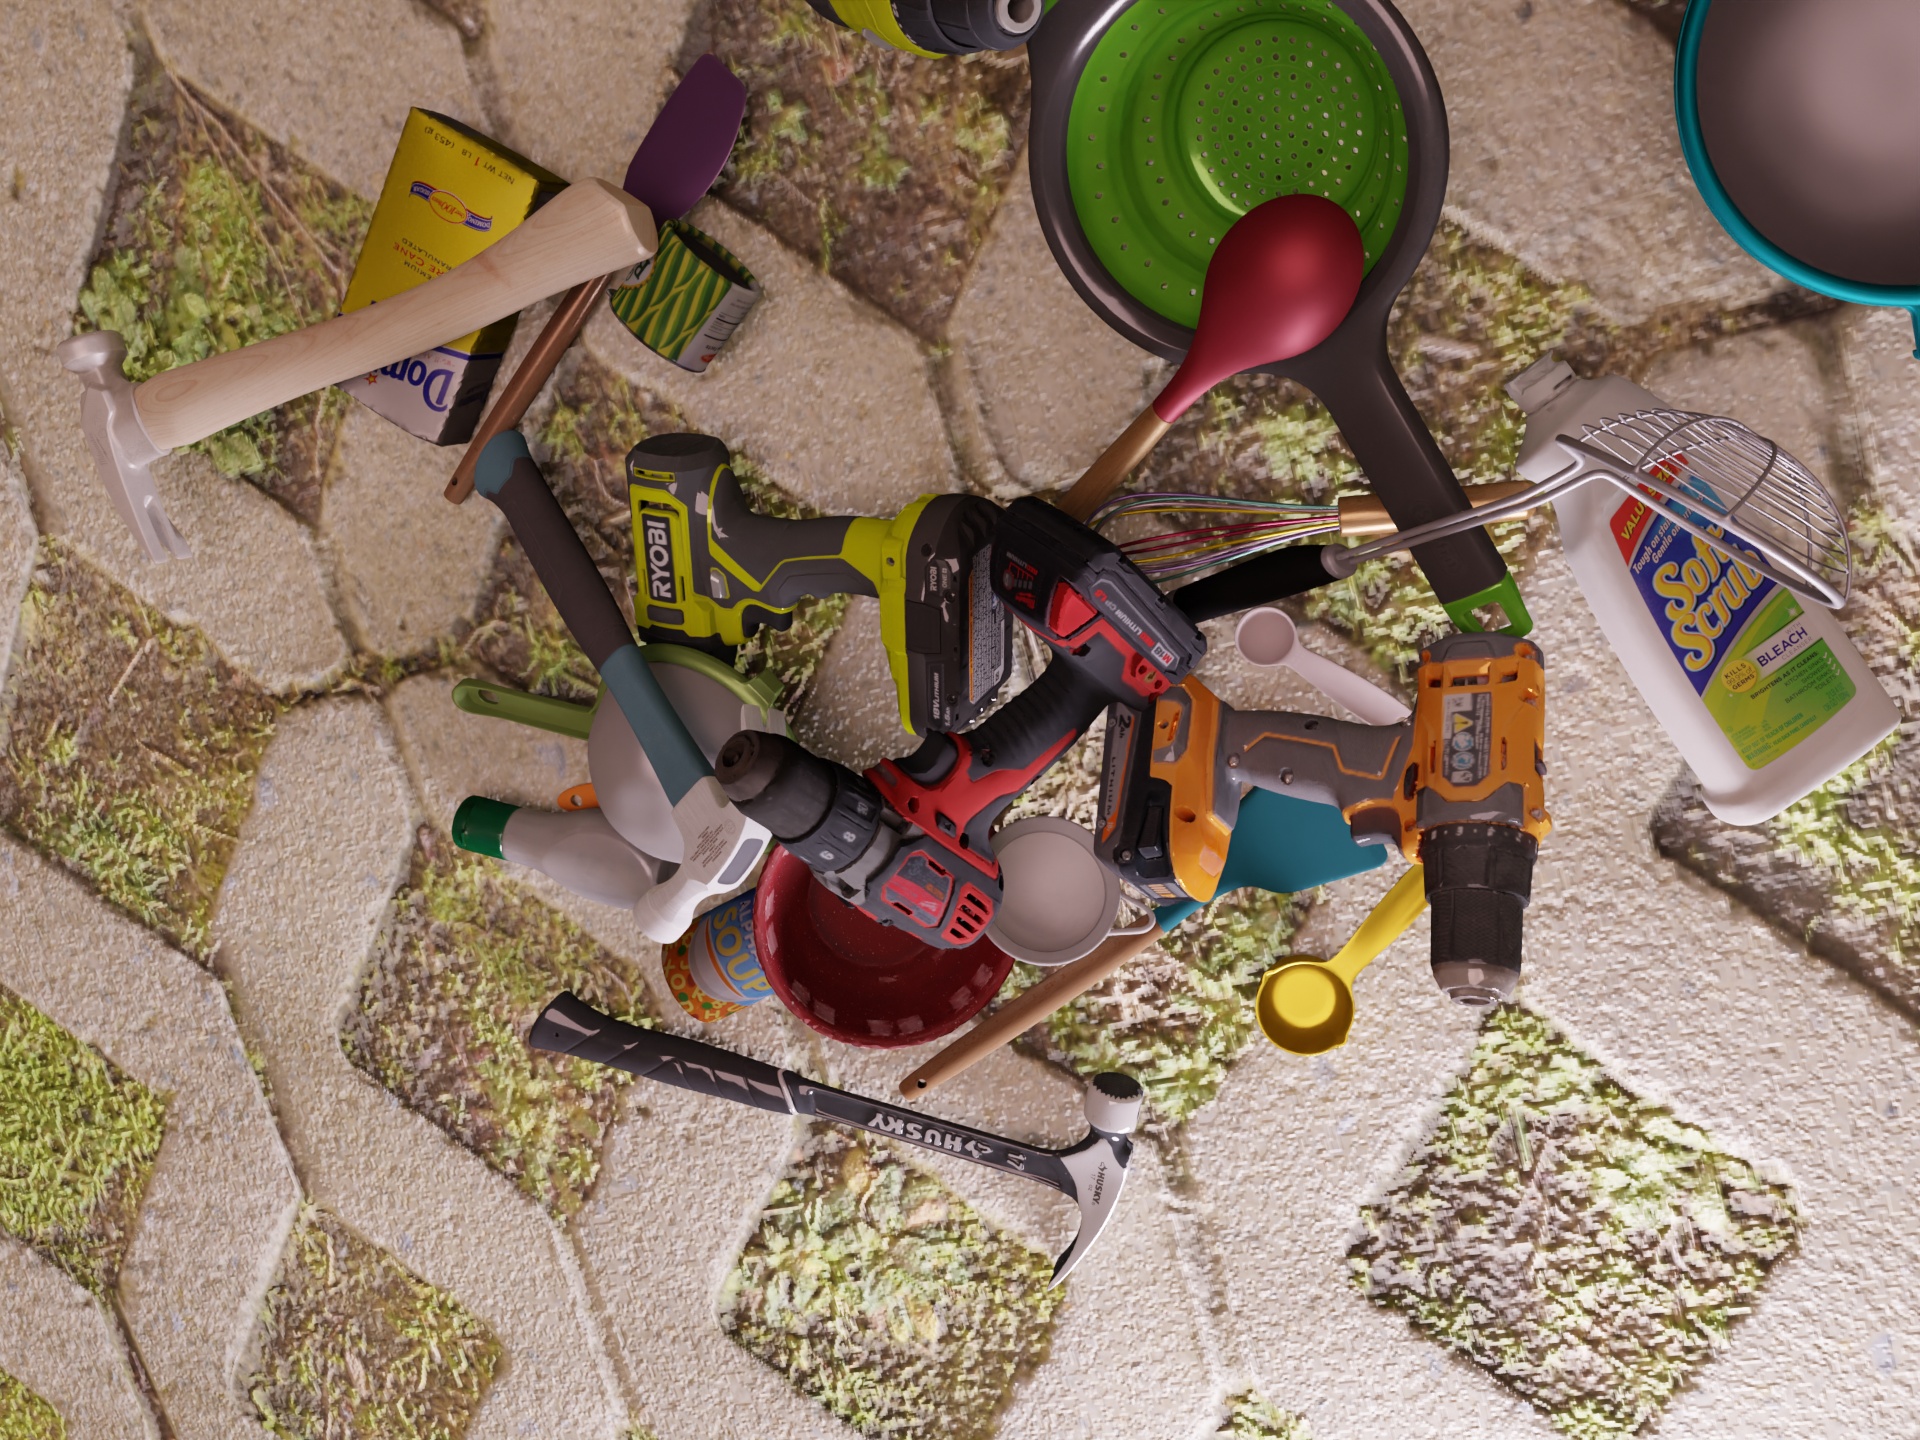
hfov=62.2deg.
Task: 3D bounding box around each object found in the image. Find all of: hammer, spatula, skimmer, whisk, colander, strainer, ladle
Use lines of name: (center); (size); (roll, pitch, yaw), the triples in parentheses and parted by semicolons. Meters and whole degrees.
hammer: (-0.354, -0.213, 0.936); (0.410, 0.038, 0.146); (-14, 100, 21)
spatula: (0.093, 0.133, 0.927); (0.317, 0.044, 0.082); (-35, 91, 6)
skimmer: (0.223, -0.064, 0.750); (0.363, 0.127, 0.090); (-15, 60, 52)
whisk: (0.184, -0.105, 0.863); (0.245, 0.047, 0.051); (-4, 100, 13)
colander: (0.188, -0.218, 0.803); (0.204, 0.094, 0.397); (-24, 106, 39)
strainer: (-0.015, 0.076, 0.909); (0.258, 0.050, 0.087); (20, 72, -5)
hammer: (-0.201, -0.043, 0.903); (0.128, 0.033, 0.331); (-45, 62, 19)
strainer: (0.380, -0.334, 0.725); (0.340, 0.095, 0.211); (39, 108, 5)
ladle: (0.090, -0.146, 0.829); (0.069, 0.031, 0.315); (46, 134, 2)
spatula: (-0.224, -0.250, 0.946); (0.060, 0.018, 0.316); (49, 112, 20)
hammer: (-0.092, 0.251, 1.035); (0.409, 0.036, 0.149); (13, 108, 12)
strainer: (-0.217, 0.022, 0.961); (0.256, 0.069, 0.151); (13, 128, 21)

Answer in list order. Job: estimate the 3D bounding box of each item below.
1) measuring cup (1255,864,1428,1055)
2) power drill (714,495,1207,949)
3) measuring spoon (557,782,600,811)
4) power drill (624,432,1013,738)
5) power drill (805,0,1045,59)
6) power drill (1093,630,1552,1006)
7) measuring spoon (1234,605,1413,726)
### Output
measuring cup: (0.233, 0.128, 0.925); (0.062, 0.029, 0.156); (41, 99, 2)
power drill: (-0.001, -0.003, 0.811); (0.226, 0.080, 0.187); (-51, 130, 1)
measuring spoon: (-0.209, 0.048, 1.024); (0.117, 0.011, 0.021); (-6, 102, 16)
power drill: (-0.086, -0.067, 0.917); (0.223, 0.080, 0.171); (11, 118, 22)
power drill: (0.016, -0.432, 0.760); (0.080, 0.191, 0.228); (14, 109, -36)
power drill: (0.187, 0.054, 0.825); (0.226, 0.084, 0.185); (-5, 66, 29)
measuring spoon: (0.209, -0.025, 0.895); (0.124, 0.018, 0.034); (32, 110, -2)
